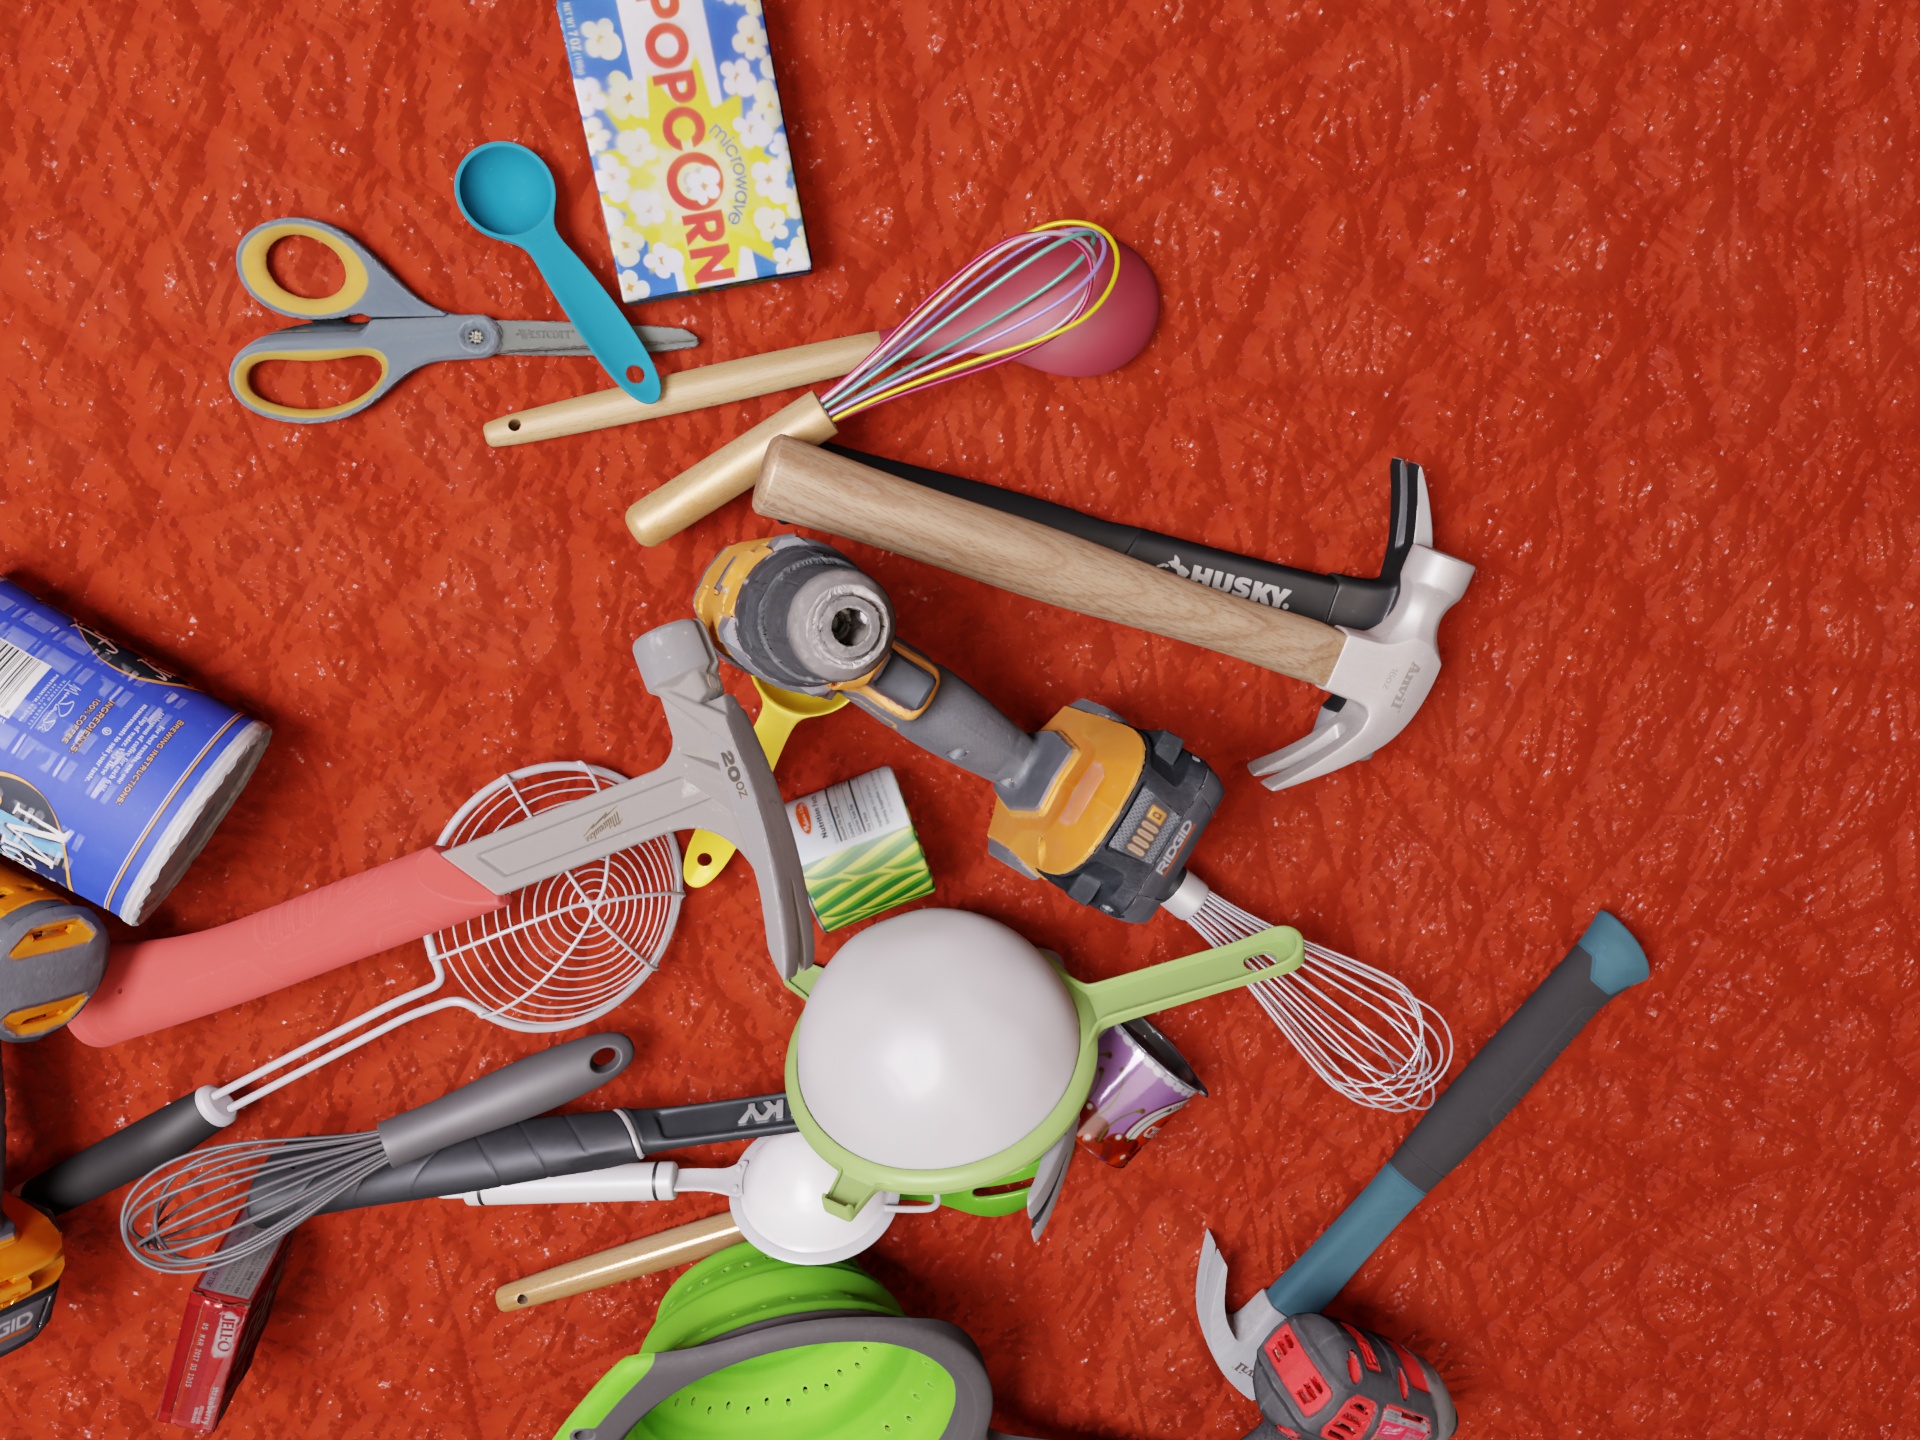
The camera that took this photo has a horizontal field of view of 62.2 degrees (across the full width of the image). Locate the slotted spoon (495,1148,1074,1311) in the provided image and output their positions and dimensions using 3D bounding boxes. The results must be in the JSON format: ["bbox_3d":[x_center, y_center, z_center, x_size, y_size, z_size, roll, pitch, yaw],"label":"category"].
[{"bbox_3d":[-0.090,0.260,0.832,0.313,0.031,0.070,-16,100,-1],"label":"slotted spoon"}]

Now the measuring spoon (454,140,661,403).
[{"bbox_3d":[-0.173,-0.192,0.698,0.042,0.021,0.128,-38,101,-14],"label":"measuring spoon"}]

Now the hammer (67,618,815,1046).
[{"bbox_3d":[-0.238,0.087,0.685,0.359,0.036,0.149,-21,86,17],"label":"hammer"}]

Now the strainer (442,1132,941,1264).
[{"bbox_3d":[-0.140,0.231,0.798,0.258,0.087,0.050,-3,128,4],"label":"strainer"}]

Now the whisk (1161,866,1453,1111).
[{"bbox_3d":[0.138,0.107,0.810,0.284,0.070,0.070,38,97,-10],"label":"whisk"}]

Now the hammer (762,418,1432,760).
[{"bbox_3d":[0.067,-0.087,0.756,0.334,0.035,0.146,13,103,-10],"label":"hammer"}]

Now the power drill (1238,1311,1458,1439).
[{"bbox_3d":[0.165,0.413,0.846,0.143,0.079,0.219,31,104,-35],"label":"power drill"}]

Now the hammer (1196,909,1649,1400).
[{"bbox_3d":[0.254,0.240,0.868,0.128,0.033,0.331,37,97,-16],"label":"hammer"}]

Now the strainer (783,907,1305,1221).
[{"bbox_3d":[0.037,0.124,0.741,0.256,0.152,0.069,-15,131,-3],"label":"strainer"}]

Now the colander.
[{"bbox_3d":[-0.028,0.355,0.841,0.396,0.095,0.204,22,116,-31],"label":"colander"}]

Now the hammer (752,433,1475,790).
[{"bbox_3d":[0.067,-0.058,0.717,0.331,0.031,0.130,16,105,-16],"label":"hammer"}]

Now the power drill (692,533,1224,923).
[{"bbox_3d":[-0.001,-0.002,0.664,0.226,0.185,0.084,33,86,-17],"label":"power drill"}]

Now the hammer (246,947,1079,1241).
[{"bbox_3d":[-0.142,0.203,0.770,0.409,0.149,0.036,-9,130,2],"label":"hammer"}]

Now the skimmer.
[{"bbox_3d":[-0.302,0.143,0.772,0.363,0.090,0.127,-28,115,11],"label":"skimmer"}]

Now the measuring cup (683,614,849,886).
[{"bbox_3d":[-0.095,0.010,0.766,0.062,0.029,0.156,26,103,-13],"label":"measuring cup"}]

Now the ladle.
[{"bbox_3d":[-0.061,-0.165,0.723,0.315,0.031,0.069,-13,87,-1],"label":"ladle"}]

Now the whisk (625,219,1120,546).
[{"bbox_3d":[-0.039,-0.144,0.690,0.245,0.051,0.047,-31,98,5],"label":"whisk"}]

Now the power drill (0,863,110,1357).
[{"bbox_3d":[-0.470,0.160,0.715,0.164,0.084,0.226,20,104,23],"label":"power drill"}]

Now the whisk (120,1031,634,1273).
[{"bbox_3d":[-0.269,0.196,0.747,0.239,0.055,0.055,-20,107,-16],"label":"whisk"}]
